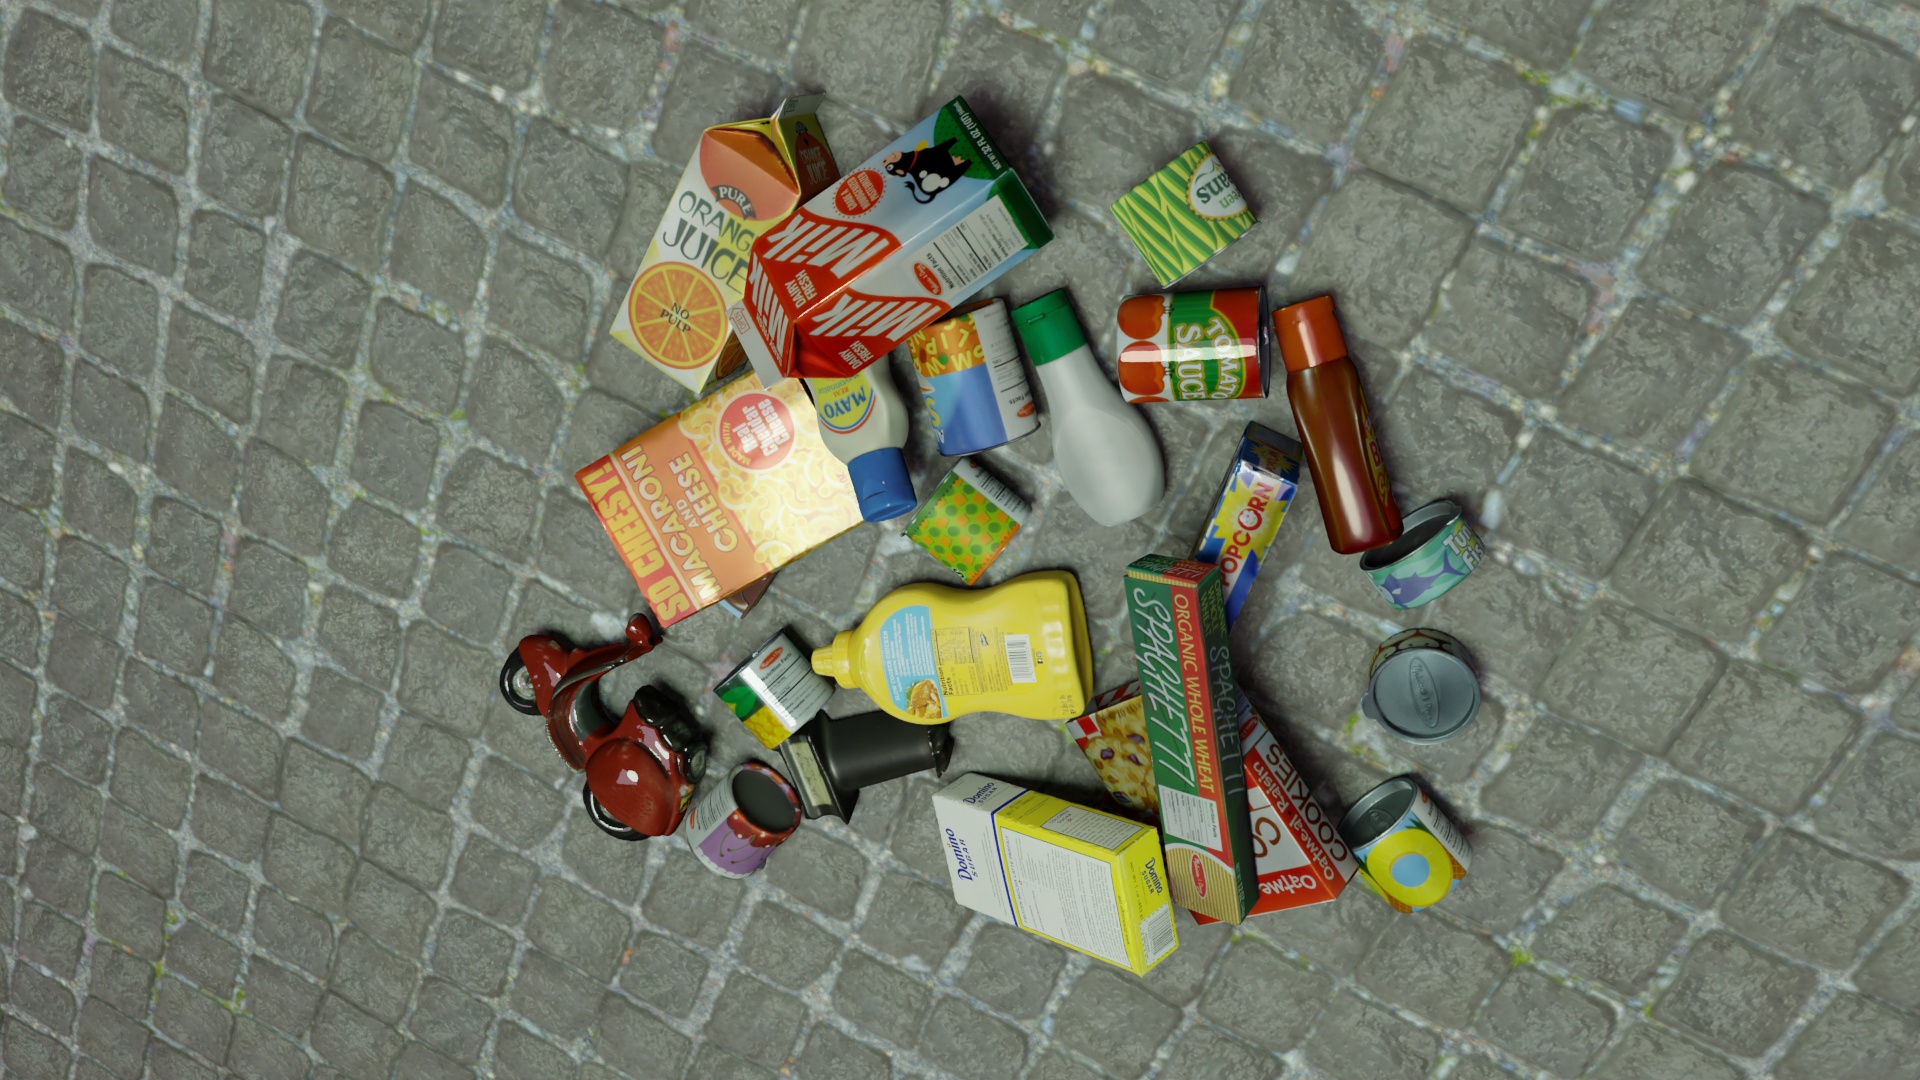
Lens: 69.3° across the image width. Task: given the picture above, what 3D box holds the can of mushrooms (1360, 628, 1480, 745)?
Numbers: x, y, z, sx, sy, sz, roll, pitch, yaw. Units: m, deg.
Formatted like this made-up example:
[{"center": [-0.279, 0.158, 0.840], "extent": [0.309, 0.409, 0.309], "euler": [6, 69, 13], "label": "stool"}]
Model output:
[{"center": [0.287, 0.091, 0.870], "extent": [0.071, 0.033, 0.070], "euler": [5, 111, 14], "label": "can of mushrooms"}]

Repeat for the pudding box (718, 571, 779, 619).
[{"center": [-0.171, 0.011, 0.980], "extent": [0.084, 0.030, 0.049], "euler": [37, 114, 1], "label": "pudding box"}]

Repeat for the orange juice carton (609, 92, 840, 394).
[{"center": [-0.140, -0.195, 0.874], "extent": [0.073, 0.072, 0.191], "euler": [34, 115, 2], "label": "orange juice carton"}]

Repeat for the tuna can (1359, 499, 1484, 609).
[{"center": [0.276, 0.008, 0.824], "extent": [0.071, 0.071, 0.033], "euler": [-36, 98, 25], "label": "tuna can"}]

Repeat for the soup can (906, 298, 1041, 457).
[{"center": [0.005, -0.101, 0.868], "extent": [0.071, 0.071, 0.083], "euler": [-12, 105, 20], "label": "soup can"}]

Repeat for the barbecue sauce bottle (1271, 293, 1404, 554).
[{"center": [0.220, -0.069, 0.819], "extent": [0.043, 0.065, 0.148], "euler": [-16, 95, 20], "label": "barbecue sauce bottle"}]

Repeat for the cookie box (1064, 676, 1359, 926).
[{"center": [0.161, 0.163, 0.898], "extent": [0.167, 0.040, 0.122], "euler": [56, 139, -2], "label": "cookie box"}]

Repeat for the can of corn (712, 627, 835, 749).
[{"center": [-0.132, 0.106, 0.985], "extent": [0.071, 0.071, 0.058], "euler": [-39, 95, 25], "label": "can of corn"}]

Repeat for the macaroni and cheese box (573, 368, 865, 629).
[{"center": [-0.154, -0.033, 0.930], "extent": [0.166, 0.040, 0.123], "euler": [-28, 94, 10], "label": "macaroni and cheese box"}]

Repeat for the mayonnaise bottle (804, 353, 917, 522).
[{"center": [-0.065, -0.086, 0.878], "extent": [0.064, 0.041, 0.148], "euler": [-22, 77, 21], "label": "mayonnaise bottle"}]

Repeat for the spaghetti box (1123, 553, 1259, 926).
[{"center": [0.141, 0.123, 0.834], "extent": [0.050, 0.029, 0.249], "euler": [10, 123, 38], "label": "spaghetti box"}]

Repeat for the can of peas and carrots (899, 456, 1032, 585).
[{"center": [0.003, -0.011, 0.900], "extent": [0.059, 0.071, 0.070], "euler": [38, 115, 0], "label": "can of peas and carrots"}]

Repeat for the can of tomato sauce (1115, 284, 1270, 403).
[{"center": [0.138, -0.114, 0.820], "extent": [0.083, 0.071, 0.071], "euler": [-1, 109, 17], "label": "can of tomato sauce"}]

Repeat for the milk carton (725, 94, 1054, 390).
[{"center": [-0.050, -0.165, 0.816], "extent": [0.190, 0.073, 0.072], "euler": [-34, 59, 8], "label": "milk carton"}]

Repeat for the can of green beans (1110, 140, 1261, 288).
[{"center": [0.129, -0.188, 0.799], "extent": [0.071, 0.071, 0.058], "euler": [-32, 97, 24], "label": "can of green beans"}]

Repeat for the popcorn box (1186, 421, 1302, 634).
[{"center": [0.165, 0.000, 0.845], "extent": [0.038, 0.085, 0.126], "euler": [23, 114, 7], "label": "popcorn box"}]

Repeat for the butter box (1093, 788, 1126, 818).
[{"center": [0.101, 0.229, 0.980], "extent": [0.053, 0.024, 0.103], "euler": [31, 115, 4], "label": "butter box"}]

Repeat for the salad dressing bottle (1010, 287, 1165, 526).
[{"center": [0.078, -0.083, 0.865], "extent": [0.064, 0.044, 0.147], "euler": [-21, 101, 23], "label": "salad dressing bottle"}]

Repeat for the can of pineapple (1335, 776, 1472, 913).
[{"center": [0.282, 0.196, 0.891], "extent": [0.070, 0.071, 0.058], "euler": [-41, 94, 25], "label": "can of pineapple"}]

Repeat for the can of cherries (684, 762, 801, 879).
[{"center": [-0.158, 0.208, 1.029], "extent": [0.071, 0.072, 0.058], "euler": [43, 115, -1], "label": "can of cherries"}]
